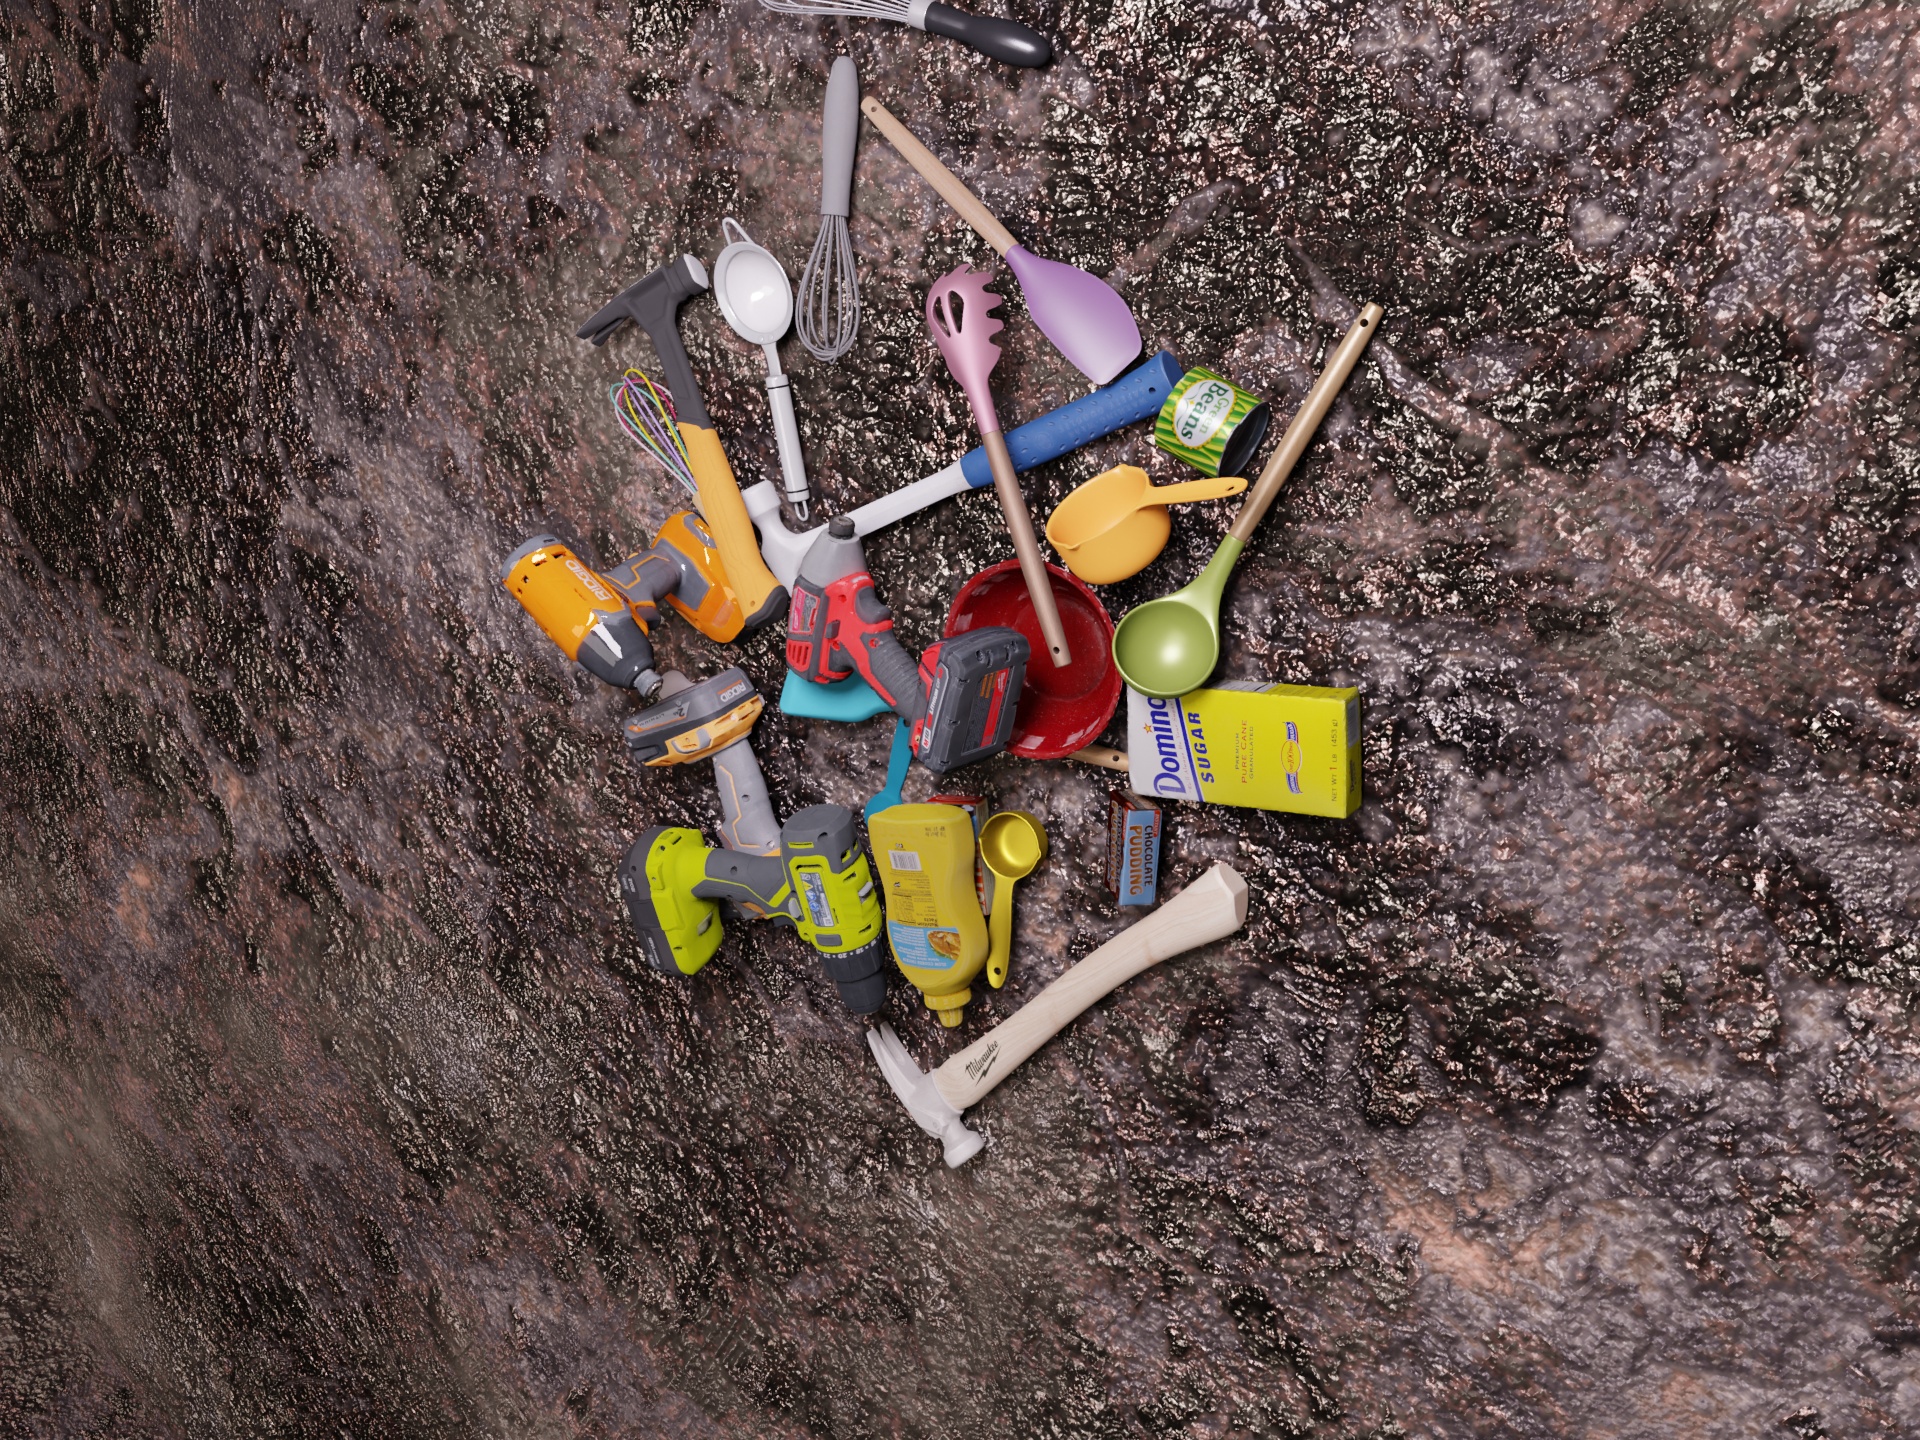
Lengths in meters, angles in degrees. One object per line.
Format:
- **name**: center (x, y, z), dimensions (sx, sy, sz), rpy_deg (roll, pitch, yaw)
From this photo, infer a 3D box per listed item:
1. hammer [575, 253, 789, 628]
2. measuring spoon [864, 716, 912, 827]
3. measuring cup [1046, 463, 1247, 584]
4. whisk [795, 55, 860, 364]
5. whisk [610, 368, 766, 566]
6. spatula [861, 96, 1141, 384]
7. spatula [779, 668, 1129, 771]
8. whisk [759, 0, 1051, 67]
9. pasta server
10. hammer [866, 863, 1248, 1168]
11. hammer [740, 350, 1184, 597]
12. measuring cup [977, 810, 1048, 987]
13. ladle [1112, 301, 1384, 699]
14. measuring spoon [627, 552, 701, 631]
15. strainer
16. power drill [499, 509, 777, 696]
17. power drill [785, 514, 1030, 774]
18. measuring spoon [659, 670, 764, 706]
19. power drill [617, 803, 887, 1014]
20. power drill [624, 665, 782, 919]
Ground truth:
- **hammer**: center (-0.225, -0.228, 1.354), dimensions (0.127, 0.034, 0.337), rpy_deg (-27, 73, 19)
- **measuring spoon**: center (-0.061, 0.048, 1.400), dimensions (0.042, 0.021, 0.128), rpy_deg (24, 115, 25)
- **measuring cup**: center (0.145, -0.145, 1.168), dimensions (0.174, 0.095, 0.052), rpy_deg (-3, 135, 43)
- **whisk**: center (-0.101, -0.410, 1.286), dimensions (0.055, 0.055, 0.239), rpy_deg (12, 105, 29)
- **whisk**: center (-0.240, -0.218, 1.407), dimensions (0.047, 0.051, 0.245), rpy_deg (-43, 71, 25)
- **spatula**: center (0.025, -0.377, 1.216), dimensions (0.060, 0.018, 0.316), rpy_deg (-43, 73, 5)
- **spatula**: center (-0.002, -0.004, 1.335), dimensions (0.318, 0.044, 0.082), rpy_deg (15, 81, 26)
- **whisk**: center (-0.055, -0.549, 1.213), dimensions (0.285, 0.070, 0.070), rpy_deg (26, 116, 18)
- **pasta server**: center (0.035, -0.194, 1.213), dimensions (0.060, 0.040, 0.316), rpy_deg (-16, 93, 30)
- **hammer**: center (0.081, 0.233, 1.357), dimensions (0.410, 0.038, 0.146), rpy_deg (-43, 78, 33)
- **hammer**: center (0.000, -0.190, 1.279), dimensions (0.405, 0.035, 0.144), rpy_deg (-19, 103, 32)
- **measuring cup**: center (0.043, 0.151, 1.353), dimensions (0.062, 0.029, 0.156), rpy_deg (13, 105, 30)
- **ladle**: center (0.209, -0.153, 1.141), dimensions (0.078, 0.062, 0.320), rpy_deg (35, 112, 15)
- **measuring spoon**: center (-0.274, -0.118, 1.493), dimensions (0.117, 0.011, 0.021), rpy_deg (41, 121, 16)
- **strainer**: center (-0.157, -0.297, 1.354), dimensions (0.087, 0.050, 0.258), rpy_deg (5, 112, 38)
- **power drill**: center (-0.259, -0.098, 1.359), dimensions (0.164, 0.226, 0.084), rpy_deg (45, 122, 14)
- **power drill**: center (-0.053, -0.064, 1.270), dimensions (0.220, 0.078, 0.143), rpy_deg (35, 126, 34)
- **measuring spoon**: center (-0.237, -0.024, 1.493), dimensions (0.124, 0.018, 0.034), rpy_deg (9, 108, 29)
- **power drill**: center (-0.174, 0.171, 1.402), dimensions (0.228, 0.080, 0.190), rpy_deg (-3, 114, 26)
- **power drill**: center (-0.224, 0.082, 1.476), dimensions (0.185, 0.084, 0.226), rpy_deg (-21, 100, 35)
